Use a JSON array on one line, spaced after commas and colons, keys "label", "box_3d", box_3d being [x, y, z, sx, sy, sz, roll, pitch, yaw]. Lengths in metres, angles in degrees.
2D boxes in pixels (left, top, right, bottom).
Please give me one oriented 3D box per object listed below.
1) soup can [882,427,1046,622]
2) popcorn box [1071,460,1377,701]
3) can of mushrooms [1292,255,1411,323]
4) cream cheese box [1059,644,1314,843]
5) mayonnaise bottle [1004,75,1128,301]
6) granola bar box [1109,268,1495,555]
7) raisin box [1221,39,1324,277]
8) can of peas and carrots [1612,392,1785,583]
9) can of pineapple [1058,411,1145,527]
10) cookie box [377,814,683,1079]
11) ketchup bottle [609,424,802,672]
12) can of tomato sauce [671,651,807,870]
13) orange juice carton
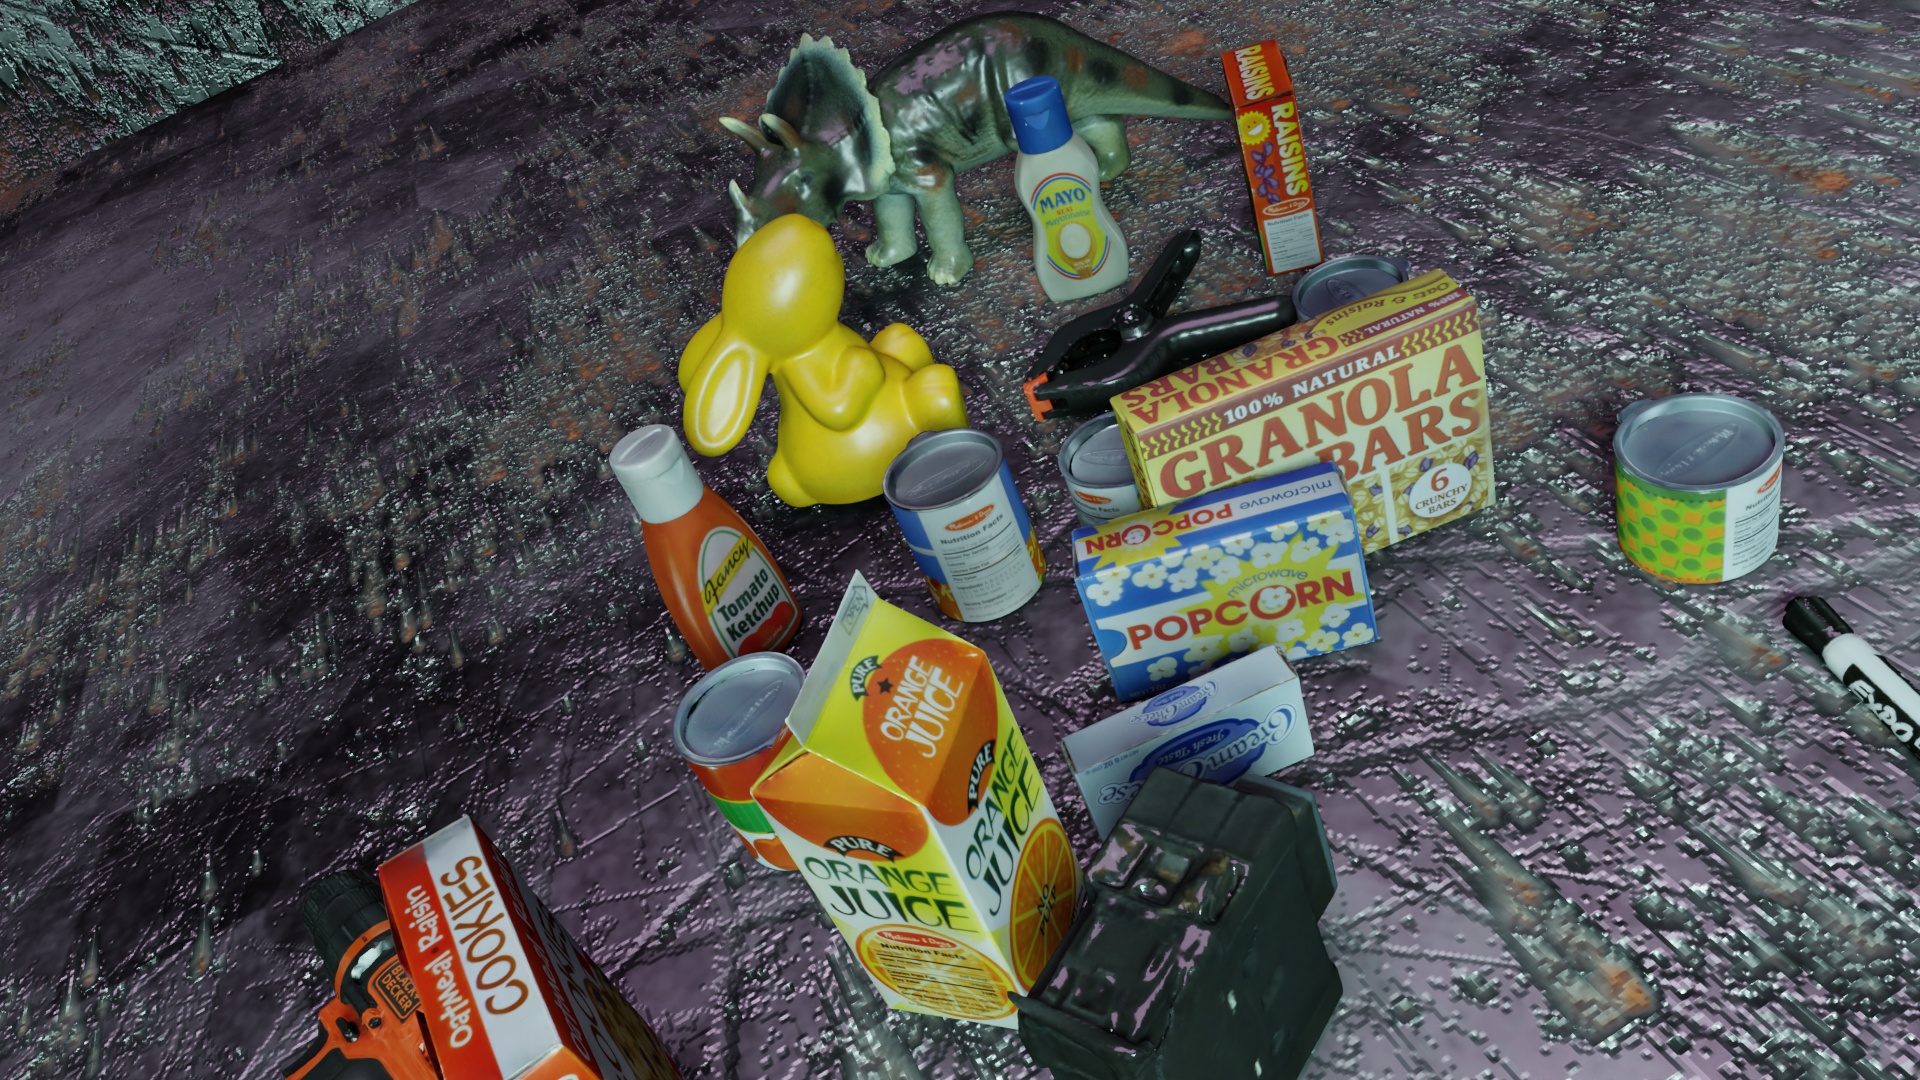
[{"label": "soup can", "box_3d": [0.003, -0.009, 0.743, 0.071, 0.083, 0.072, -14, 39, 12]}, {"label": "popcorn box", "box_3d": [0.123, 0.021, 0.646, 0.126, 0.085, 0.038, -15, 38, 10]}, {"label": "can of mushrooms", "box_3d": [0.235, -0.138, 0.821, 0.071, 0.033, 0.071, -14, 39, 11]}, {"label": "cream cheese box", "box_3d": [0.099, 0.089, 0.602, 0.104, 0.053, 0.024, -24, 38, -1]}, {"label": "mayonnaise bottle", "box_3d": [0.067, -0.233, 0.925, 0.065, 0.147, 0.041, -15, 38, 11]}, {"label": "granola bar box", "box_3d": [0.168, -0.042, 0.667, 0.165, 0.123, 0.039, -22, 38, 1]}, {"label": "raisin box", "box_3d": [0.201, -0.245, 0.893, 0.040, 0.123, 0.086, -12, 39, 14]}, {"label": "can of peas and carrots", "box_3d": [0.326, -0.024, 0.620, 0.071, 0.058, 0.071, -14, 39, 11]}, {"label": "can of pineapple", "box_3d": [0.093, -0.030, 0.743, 0.071, 0.057, 0.071, -14, 39, 11]}, {"label": "cookie box", "box_3d": [-0.139, 0.194, 0.504, 0.040, 0.166, 0.123, -34, 39, -14]}, {"label": "ketchup bottle", "box_3d": [-0.138, 0.006, 0.742, 0.043, 0.148, 0.065, 16, 52, 39]}, {"label": "can of tomato sauce", "box_3d": [-0.086, 0.105, 0.652, 0.071, 0.082, 0.071, -14, 39, 12]}, {"label": "orange juice carton", "box_3d": [-0.017, 0.103, 0.530, 0.073, 0.191, 0.072, -1, 43, 26]}]
